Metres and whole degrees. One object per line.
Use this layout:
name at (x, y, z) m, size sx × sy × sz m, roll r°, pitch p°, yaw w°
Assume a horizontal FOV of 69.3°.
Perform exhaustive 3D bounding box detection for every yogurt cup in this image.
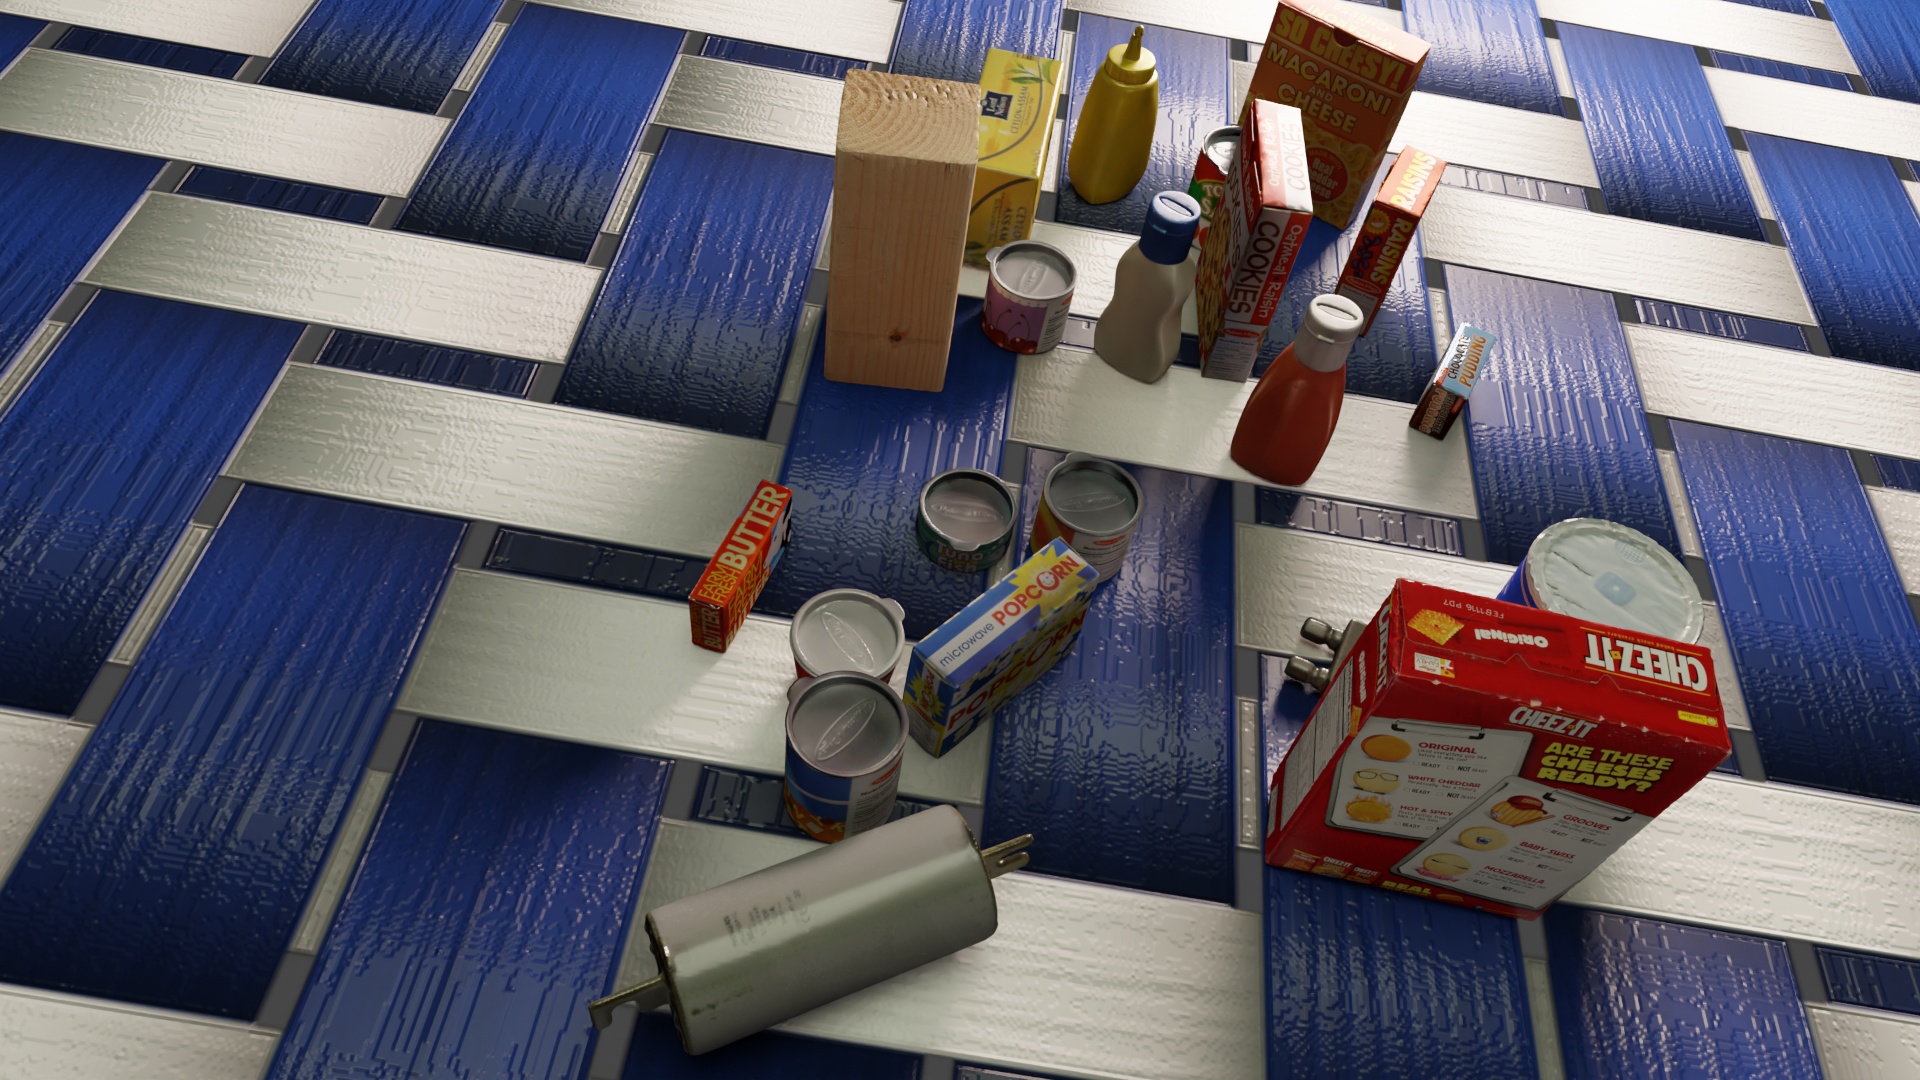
yogurt cup at (-0.069, 0.071, 0.836) m, size 0.072 × 0.053 × 0.073 m, roll 4°, pitch 52°, yaw -5°

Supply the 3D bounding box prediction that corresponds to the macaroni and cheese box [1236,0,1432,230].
macaroni and cheese box at (0.301, -0.358, 1.160) m, size 0.124 × 0.165 × 0.040 m, roll 32°, pitch 55°, yaw 16°

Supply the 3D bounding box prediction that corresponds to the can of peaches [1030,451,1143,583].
can of peaches at (0.083, -0.014, 0.924) m, size 0.071 × 0.057 × 0.071 m, roll 4°, pitch 52°, yaw -5°

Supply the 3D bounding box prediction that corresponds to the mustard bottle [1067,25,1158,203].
mustard bottle at (0.130, -0.351, 1.131) m, size 0.065 × 0.159 × 0.049 m, roll -24°, pitch 59°, yaw -25°

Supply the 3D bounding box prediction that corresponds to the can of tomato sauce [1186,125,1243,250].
can of tomato sauce at (0.221, -0.286, 1.143) m, size 0.071 × 0.082 × 0.071 m, roll 4°, pitch 52°, yaw -5°

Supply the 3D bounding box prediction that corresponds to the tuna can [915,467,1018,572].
tuna can at (0.003, -0.012, 0.926) m, size 0.071 × 0.032 × 0.071 m, roll 4°, pitch 52°, yaw -5°

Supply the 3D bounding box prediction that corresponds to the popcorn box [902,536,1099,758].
popcorn box at (0.023, 0.065, 0.836) m, size 0.038 × 0.084 × 0.127 m, roll 41°, pitch 57°, yaw 21°

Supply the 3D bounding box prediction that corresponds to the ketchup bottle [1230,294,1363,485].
ketchup bottle at (0.236, -0.103, 0.960) m, size 0.065 × 0.148 × 0.044 m, roll 23°, pitch 52°, yaw 9°

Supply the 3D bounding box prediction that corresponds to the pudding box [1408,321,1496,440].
pudding box at (0.376, -0.123, 1.060) m, size 0.030 × 0.049 × 0.084 m, roll 28°, pitch 53°, yaw 13°

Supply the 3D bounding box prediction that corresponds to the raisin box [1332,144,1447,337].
raisin box at (0.334, -0.235, 1.095) m, size 0.040 × 0.122 × 0.086 m, roll 27°, pitch 53°, yaw 12°

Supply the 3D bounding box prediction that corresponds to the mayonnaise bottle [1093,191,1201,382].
mayonnaise bottle at (0.140, -0.184, 1.009) m, size 0.065 × 0.147 × 0.041 m, roll 35°, pitch 55°, yaw 17°

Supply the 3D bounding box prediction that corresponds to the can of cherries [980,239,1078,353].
can of cherries at (0.049, -0.185, 1.053) m, size 0.071 × 0.058 × 0.072 m, roll 4°, pitch 52°, yaw -5°

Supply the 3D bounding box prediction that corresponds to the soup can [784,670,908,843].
soup can at (-0.068, 0.121, 0.778) m, size 0.071 × 0.083 × 0.072 m, roll 4°, pitch 52°, yaw -5°

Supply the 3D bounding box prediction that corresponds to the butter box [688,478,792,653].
butter box at (-0.136, 0.016, 0.870) m, size 0.024 × 0.052 × 0.104 m, roll 20°, pitch 52°, yaw 7°

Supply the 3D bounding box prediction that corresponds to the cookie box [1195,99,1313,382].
cookie box at (0.215, -0.221, 1.038) m, size 0.040 × 0.166 × 0.123 m, roll 7°, pitch 52°, yaw -3°
